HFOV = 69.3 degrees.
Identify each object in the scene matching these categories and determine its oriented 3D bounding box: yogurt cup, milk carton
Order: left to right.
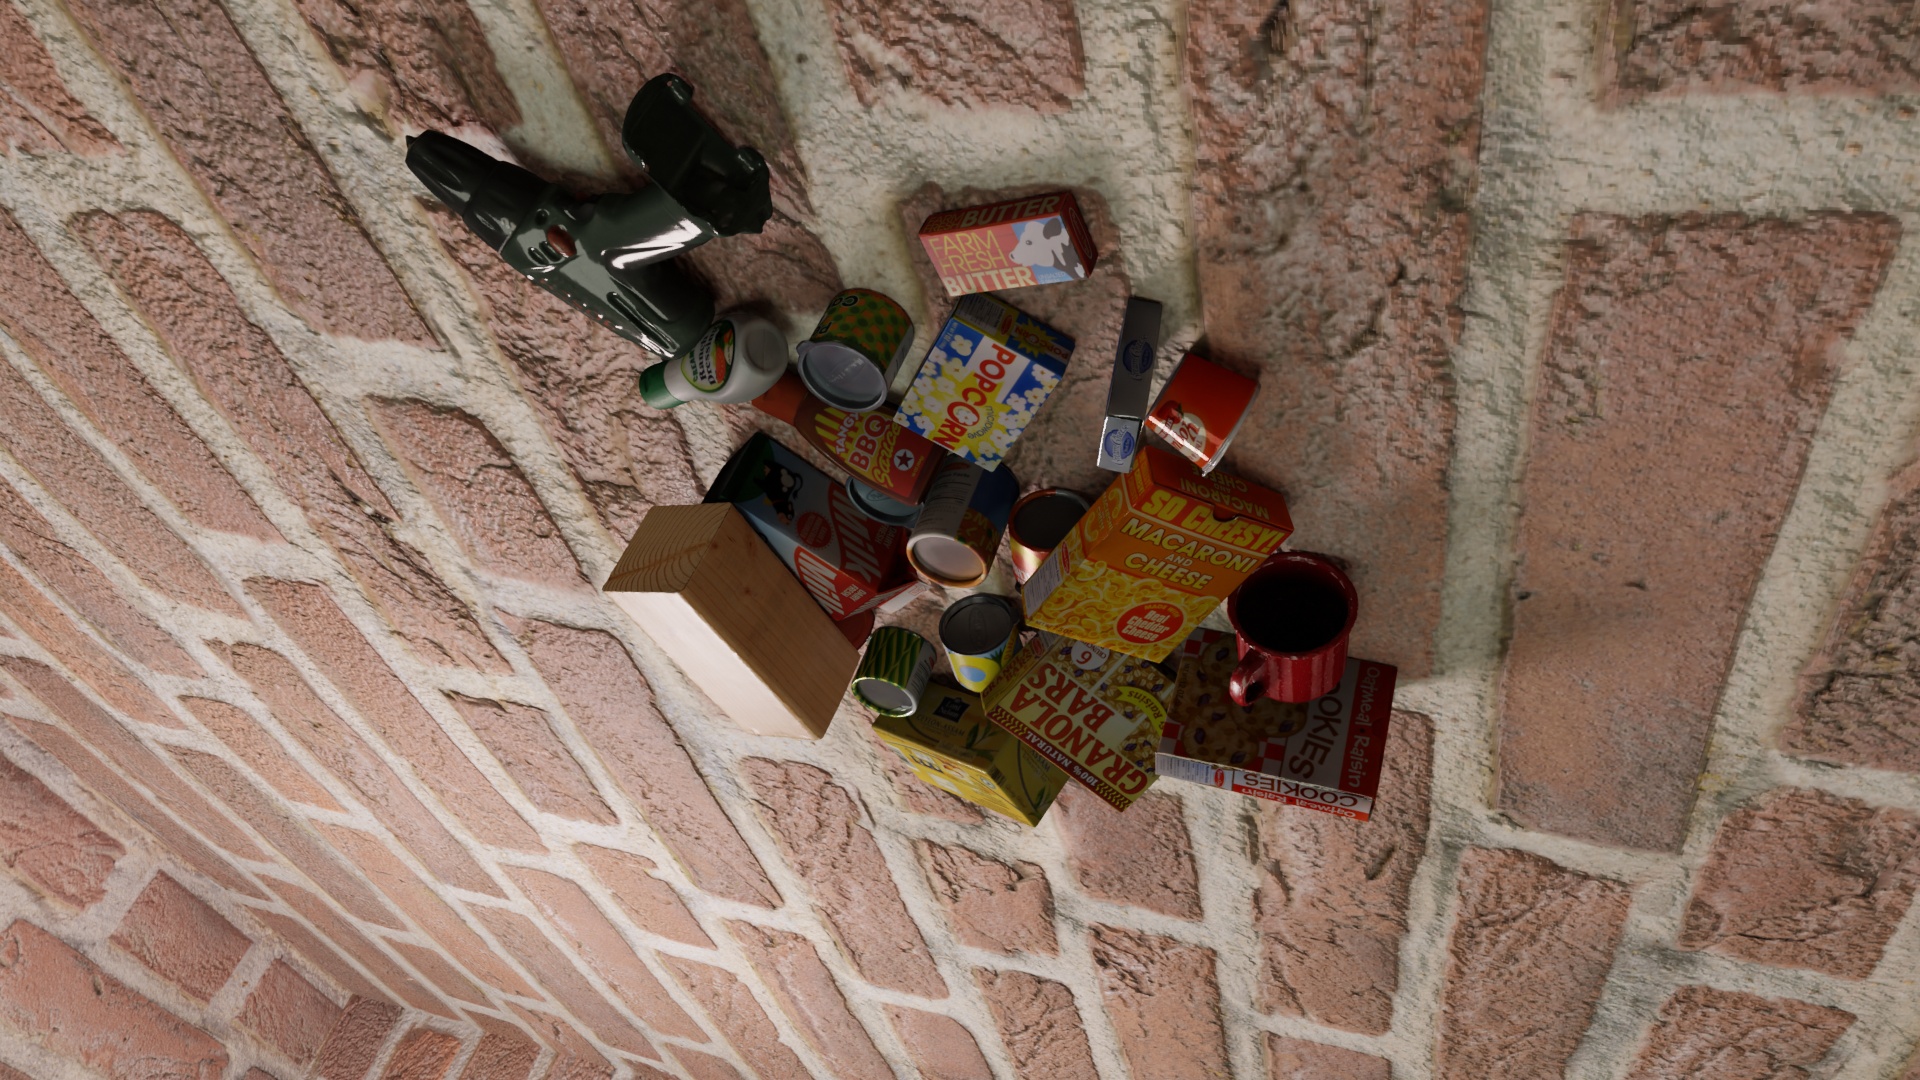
[{"bbox_3d":[-0.118,0.001,1.152,0.190,0.074,0.072,34,144,-17],"label":"milk carton"},{"bbox_3d":[0.156,-0.086,0.907,0.054,0.073,0.072,31,144,2],"label":"yogurt cup"}]

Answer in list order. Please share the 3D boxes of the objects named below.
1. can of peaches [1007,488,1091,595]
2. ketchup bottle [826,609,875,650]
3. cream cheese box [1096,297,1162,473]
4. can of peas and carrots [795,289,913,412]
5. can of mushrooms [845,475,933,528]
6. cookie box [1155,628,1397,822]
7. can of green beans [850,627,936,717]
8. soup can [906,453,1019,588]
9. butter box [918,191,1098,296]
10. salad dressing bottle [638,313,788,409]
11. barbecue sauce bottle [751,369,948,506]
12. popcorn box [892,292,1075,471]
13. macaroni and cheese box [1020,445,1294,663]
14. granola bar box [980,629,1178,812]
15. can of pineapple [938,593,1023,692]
[{"bbox_3d":[0.069,0.004,1.061,0.071,0.071,0.057,10,141,16],"label":"can of peaches"},{"bbox_3d":[-0.126,0.103,1.301,0.043,0.065,0.148,40,150,-2],"label":"ketchup bottle"},{"bbox_3d":[0.107,-0.099,0.881,0.024,0.104,0.053,11,144,5],"label":"cream cheese box"},{"bbox_3d":[-0.074,-0.134,0.969,0.071,0.059,0.070,14,143,11],"label":"can of peas and carrots"},{"bbox_3d":[-0.053,-0.043,1.097,0.071,0.034,0.070,14,143,11],"label":"can of mushrooms"},{"bbox_3d":[0.250,0.142,1.098,0.167,0.123,0.040,11,143,16],"label":"cookie box"},{"bbox_3d":[-0.062,0.123,1.294,0.071,0.058,0.071,14,143,11],"label":"can of green beans"},{"bbox_3d":[0.004,-0.013,1.062,0.071,0.084,0.071,14,144,11],"label":"soup can"},{"bbox_3d":[0.029,-0.186,0.877,0.103,0.024,0.053,-2,138,29],"label":"butter box"},{"bbox_3d":[-0.188,-0.128,1.040,0.044,0.064,0.147,7,168,-42],"label":"salad dressing bottle"},{"bbox_3d":[-0.084,-0.084,1.041,0.148,0.044,0.064,27,100,6],"label":"barbecue sauce bottle"},{"bbox_3d":[0.015,-0.111,0.970,0.085,0.038,0.126,27,144,-7],"label":"popcorn box"},{"bbox_3d":[0.139,0.015,1.003,0.124,0.040,0.165,17,133,-24],"label":"macaroni and cheese box"},{"bbox_3d":[0.119,0.142,1.183,0.165,0.039,0.124,38,103,-20],"label":"granola bar box"},{"bbox_3d":[0.021,0.089,1.200,0.071,0.071,0.057,6,141,21],"label":"can of pineapple"}]
